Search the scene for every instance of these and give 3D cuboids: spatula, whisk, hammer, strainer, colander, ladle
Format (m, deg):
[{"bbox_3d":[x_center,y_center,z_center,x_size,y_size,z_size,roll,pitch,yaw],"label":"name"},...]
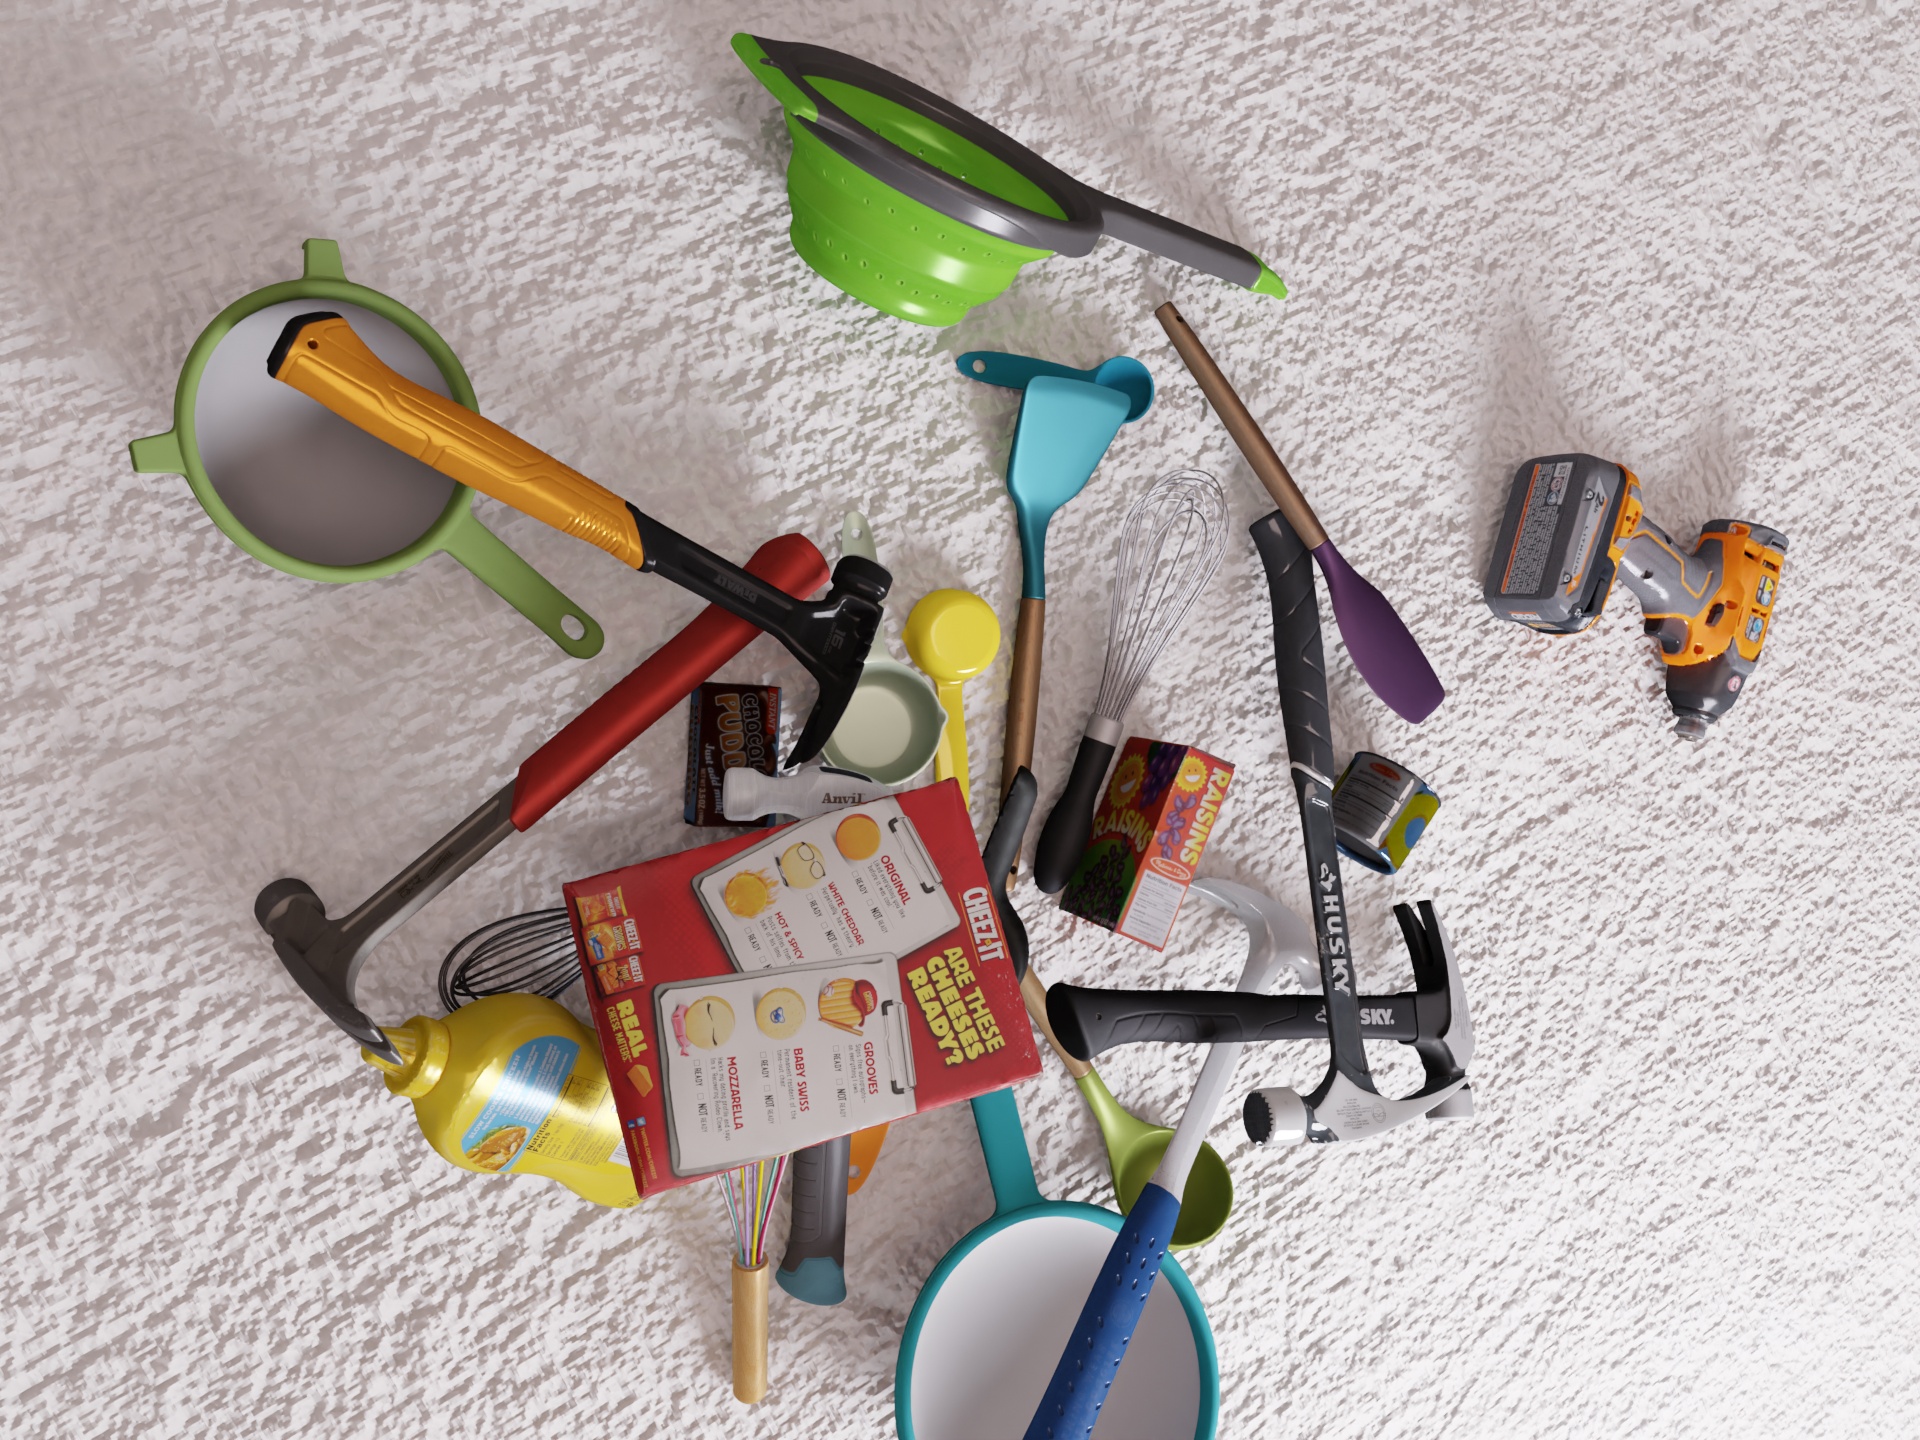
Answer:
[{"bbox_3d":[0.216,-0.134,1.023,0.060,0.018,0.316,-35,92,-33],"label":"spatula"},{"bbox_3d":[-0.122,0.292,0.921,0.051,0.047,0.244,-24,123,-51],"label":"whisk"},{"bbox_3d":[0.124,0.277,0.974,0.144,0.035,0.406,41,59,-16],"label":"hammer"},{"bbox_3d":[-0.297,-0.115,0.845,0.256,0.069,0.151,44,66,-34],"label":"strainer"},{"bbox_3d":[-0.192,-0.099,0.820,0.336,0.034,0.127,29,66,-24],"label":"hammer"},{"bbox_3d":[0.230,0.055,1.006,0.149,0.036,0.409,2,75,-22],"label":"hammer"},{"bbox_3d":[0.048,-0.049,0.986,0.082,0.044,0.317,3,94,-36],"label":"spatula"},{"bbox_3d":[0.035,-0.278,0.939,0.396,0.205,0.094,7,126,-37],"label":"colander"},{"bbox_3d":[0.197,0.182,1.005,0.334,0.035,0.146,7,74,-31],"label":"hammer"},{"bbox_3d":[-0.179,0.109,0.907,0.239,0.055,0.055,-23,101,-23],"label":"whisk"},{"bbox_3d":[-0.079,0.189,0.931,0.128,0.033,0.331,1,102,-13],"label":"hammer"},{"bbox_3d":[0.031,0.345,0.991,0.211,0.095,0.340,-8,76,-24],"label":"strainer"},{"bbox_3d":[0.071,0.202,1.005,0.078,0.062,0.320,-39,104,-29],"label":"ladle"},{"bbox_3d":[0.101,-0.025,1.006,0.070,0.070,0.284,20,91,-21],"label":"whisk"},{"bbox_3d":[-0.204,0.022,0.857,0.359,0.149,0.036,-42,135,-20],"label":"hammer"}]

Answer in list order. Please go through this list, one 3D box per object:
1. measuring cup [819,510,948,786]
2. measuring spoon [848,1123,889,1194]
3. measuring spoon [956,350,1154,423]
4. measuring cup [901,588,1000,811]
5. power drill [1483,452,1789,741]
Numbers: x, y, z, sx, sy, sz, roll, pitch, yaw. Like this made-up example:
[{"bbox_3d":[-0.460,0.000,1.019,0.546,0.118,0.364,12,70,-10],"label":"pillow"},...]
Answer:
[{"bbox_3d":[-0.056,-0.041,0.954,0.083,0.038,0.168,-5,81,-11],"label":"measuring cup"},{"bbox_3d":[-0.050,0.238,0.985,0.021,0.011,0.117,21,88,1],"label":"measuring spoon"},{"bbox_3d":[0.058,-0.213,0.998,0.128,0.021,0.042,7,92,-12],"label":"measuring spoon"},{"bbox_3d":[-0.002,-0.003,0.976,0.062,0.029,0.156,-3,93,-21],"label":"measuring cup"},{"bbox_3d":[0.487,-0.085,1.136,0.226,0.084,0.164,17,88,-25],"label":"power drill"}]
